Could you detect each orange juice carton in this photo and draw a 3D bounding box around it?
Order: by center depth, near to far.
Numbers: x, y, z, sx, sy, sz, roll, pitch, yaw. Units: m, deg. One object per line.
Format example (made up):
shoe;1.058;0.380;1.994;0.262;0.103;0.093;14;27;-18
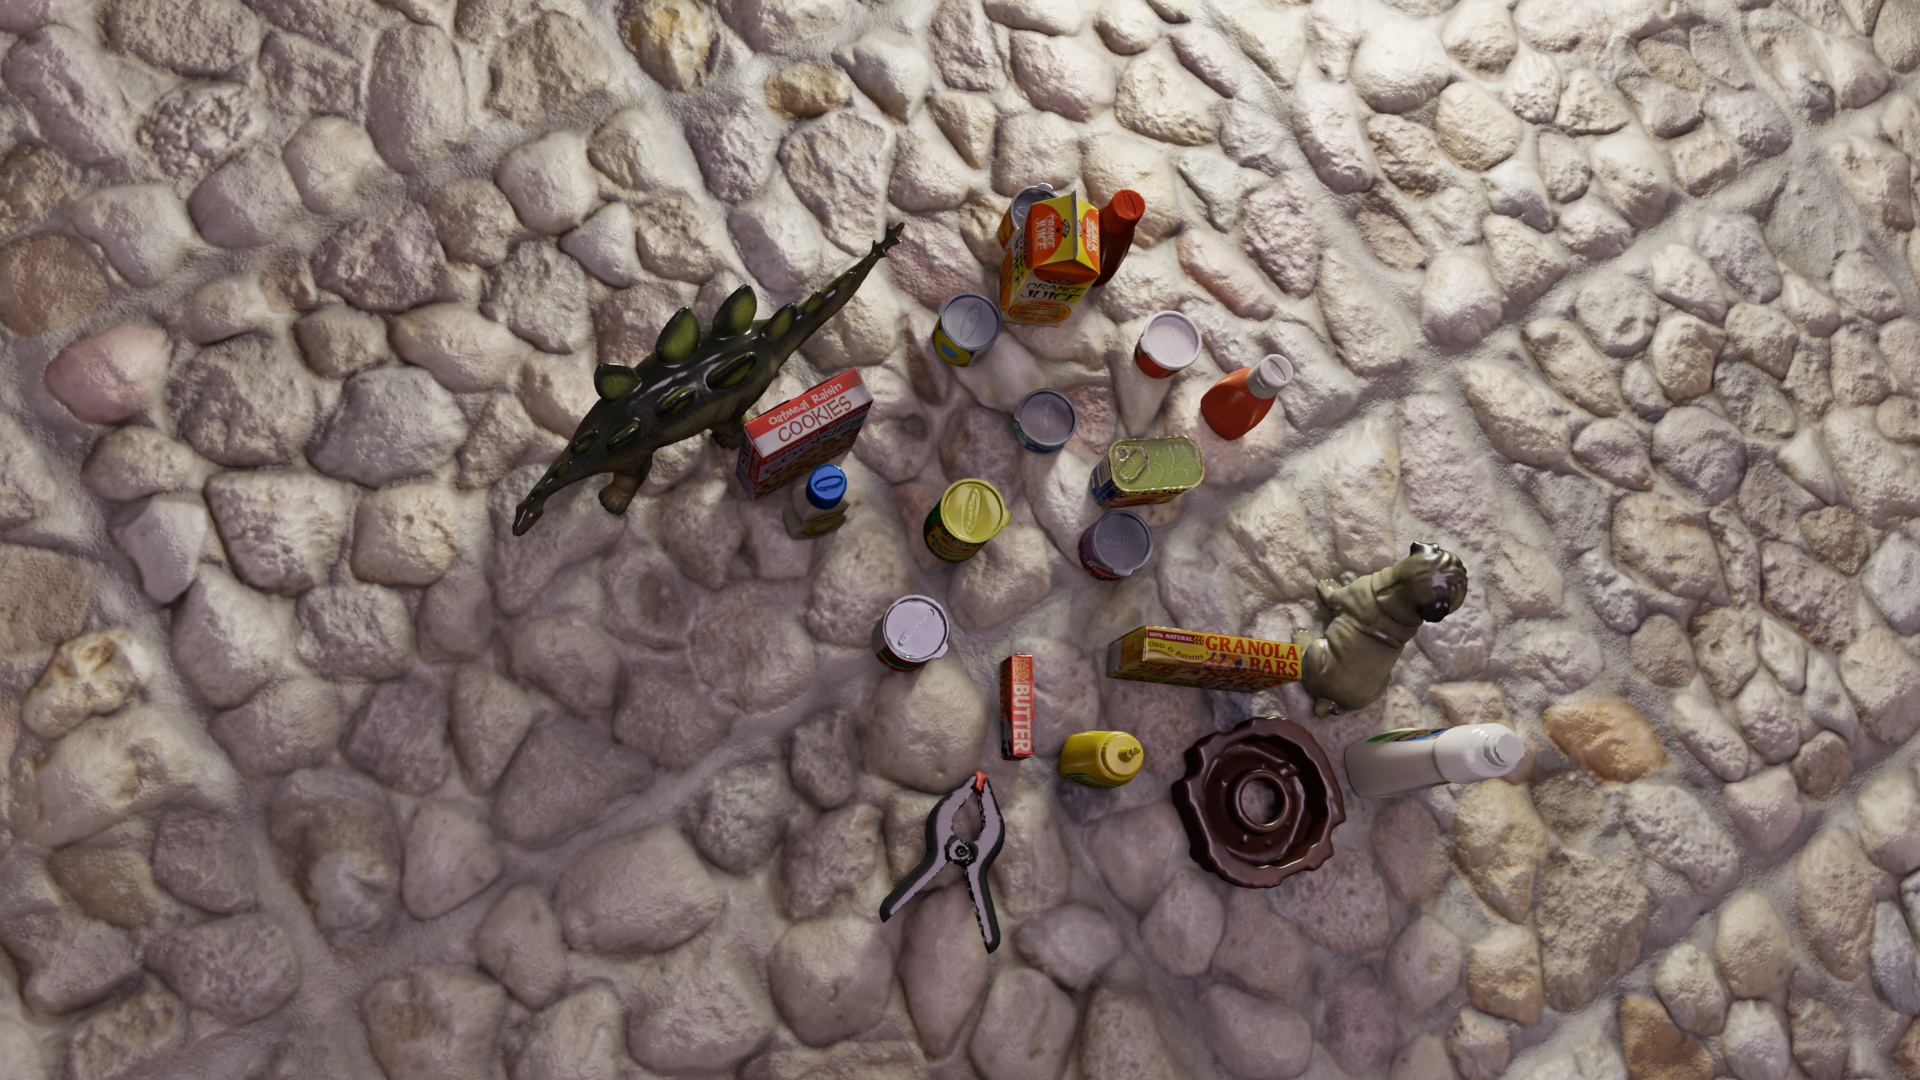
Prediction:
orange juice carton;0.096;-0.293;1.455;0.073;0.192;0.072;3;76;-11

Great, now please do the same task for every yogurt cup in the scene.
yogurt cup;0.226;-0.213;1.535;0.072;0.053;0.072;3;76;-11

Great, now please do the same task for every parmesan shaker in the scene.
parmesan shaker;0.005;-0.018;1.416;0.071;0.103;0.071;3;76;-11

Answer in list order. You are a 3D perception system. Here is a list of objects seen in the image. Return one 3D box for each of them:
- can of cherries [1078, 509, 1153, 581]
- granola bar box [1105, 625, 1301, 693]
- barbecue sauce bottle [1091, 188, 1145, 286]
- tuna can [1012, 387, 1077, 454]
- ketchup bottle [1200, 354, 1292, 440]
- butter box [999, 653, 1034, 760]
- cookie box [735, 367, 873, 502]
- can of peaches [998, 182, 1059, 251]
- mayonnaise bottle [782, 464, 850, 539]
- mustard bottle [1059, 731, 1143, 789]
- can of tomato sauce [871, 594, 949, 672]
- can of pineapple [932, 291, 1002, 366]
can of cherries;0.162;0.008;1.465;0.071;0.058;0.071;3;76;-11
granola bar box;0.246;0.123;1.421;0.166;0.124;0.039;7;76;-10
barbecue sauce bottle;0.160;-0.331;1.501;0.044;0.148;0.065;-16;81;-15
tuna can;0.088;-0.129;1.497;0.071;0.032;0.071;3;76;-11
ketchup bottle;0.308;-0.156;1.489;0.044;0.148;0.065;-35;86;-17
butter box;0.057;0.169;1.407;0.024;0.053;0.103;3;76;-11
cookie box;-0.157;-0.103;1.369;0.123;0.167;0.040;-31;85;-17
can of peaches;0.080;-0.351;1.537;0.071;0.058;0.071;3;76;-11
mayonnaise bottle;-0.138;-0.038;1.367;0.065;0.147;0.041;-16;81;-15
mustard bottle;0.143;0.213;1.358;0.065;0.160;0.049;18;74;-7
can of tomato sauce;-0.049;0.095;1.387;0.071;0.083;0.071;3;76;-11
can of pineapple;0.005;-0.227;1.491;0.071;0.057;0.071;3;76;-11
